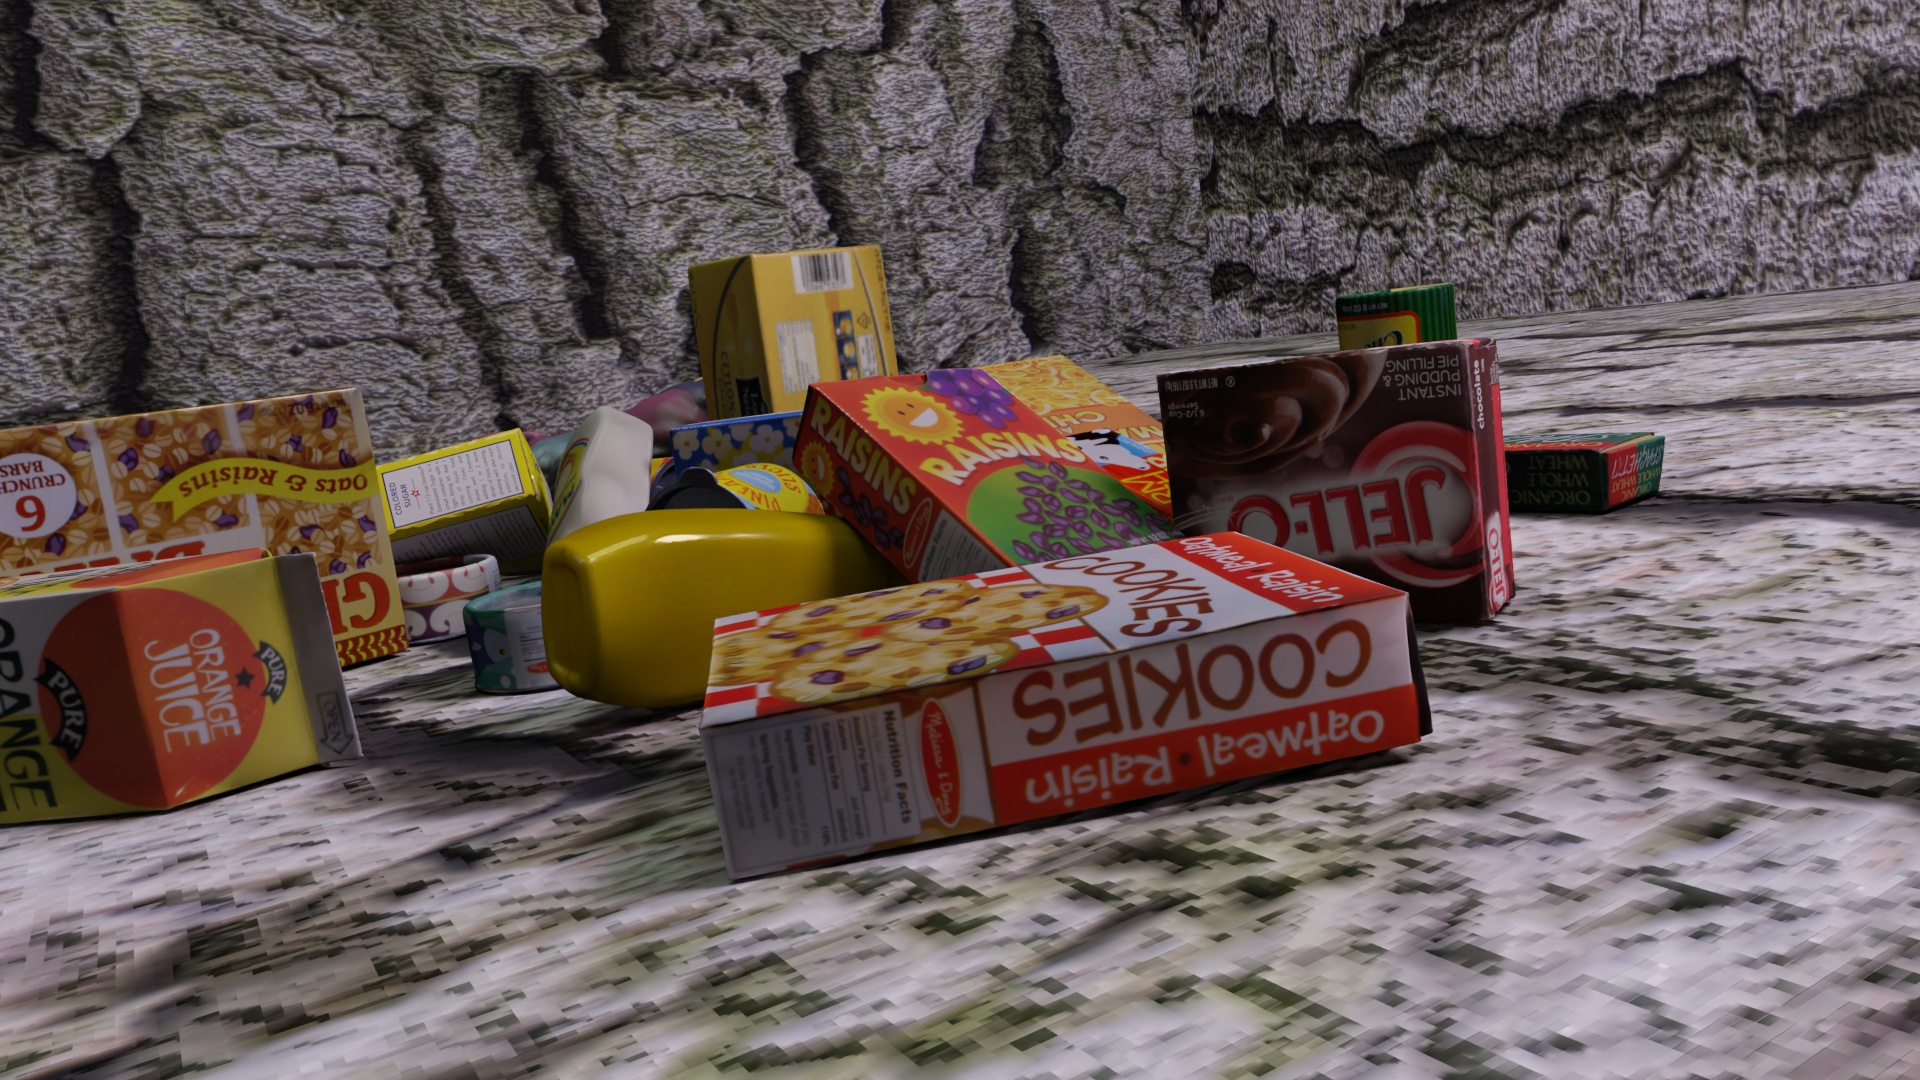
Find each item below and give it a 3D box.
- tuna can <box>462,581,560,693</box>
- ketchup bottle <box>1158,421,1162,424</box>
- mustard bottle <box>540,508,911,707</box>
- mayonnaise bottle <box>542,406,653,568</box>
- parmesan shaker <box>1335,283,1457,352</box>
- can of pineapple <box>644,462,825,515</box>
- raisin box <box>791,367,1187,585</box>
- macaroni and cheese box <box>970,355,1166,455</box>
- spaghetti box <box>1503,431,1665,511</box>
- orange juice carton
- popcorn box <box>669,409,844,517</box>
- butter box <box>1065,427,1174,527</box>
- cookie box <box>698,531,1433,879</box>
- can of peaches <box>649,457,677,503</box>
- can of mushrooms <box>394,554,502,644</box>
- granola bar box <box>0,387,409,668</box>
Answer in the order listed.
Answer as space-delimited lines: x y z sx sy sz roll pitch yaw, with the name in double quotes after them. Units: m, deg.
-0.163 0.036 0.555 0.071 0.032 0.071 -7 9 1 "tuna can"
0.059 -0.038 0.812 0.149 0.043 0.064 -13 12 -33 "ketchup bottle"
-0.068 0.019 0.501 0.161 0.065 0.049 -6 12 -41 "mustard bottle"
-0.172 -0.007 0.656 0.041 0.064 0.149 25 22 -22 "mayonnaise bottle"
0.253 -0.094 0.806 0.071 0.103 0.071 -8 8 1 "parmesan shaker"
-0.100 -0.001 0.618 0.071 0.071 0.058 -4 9 24 "can of pineapple"
0.008 -0.015 0.507 0.086 0.039 0.124 -12 43 -41 "raisin box"
0.036 -0.048 0.731 0.124 0.040 0.167 -11 29 -21 "macaroni and cheese box"
0.220 -0.035 0.702 0.050 0.028 0.250 -14 11 -36 "spaghetti box"
-0.294 0.048 0.461 0.193 0.071 0.073 -6 9 9 "orange juice carton"
-0.072 -0.021 0.673 0.126 0.085 0.038 -5 8 18 "popcorn box"
0.082 -0.018 0.603 0.053 0.024 0.104 -15 34 -42 "butter box"
0.019 0.037 0.374 0.168 0.040 0.123 -10 9 -7 "cookie box"
-0.172 -0.010 0.762 0.058 0.071 0.071 -3 10 28 "can of peaches"
-0.262 0.029 0.684 0.071 0.033 0.071 -7 9 1 "can of mushrooms"
-0.327 0.007 0.580 0.039 0.124 0.166 -1 11 42 "granola bar box"
